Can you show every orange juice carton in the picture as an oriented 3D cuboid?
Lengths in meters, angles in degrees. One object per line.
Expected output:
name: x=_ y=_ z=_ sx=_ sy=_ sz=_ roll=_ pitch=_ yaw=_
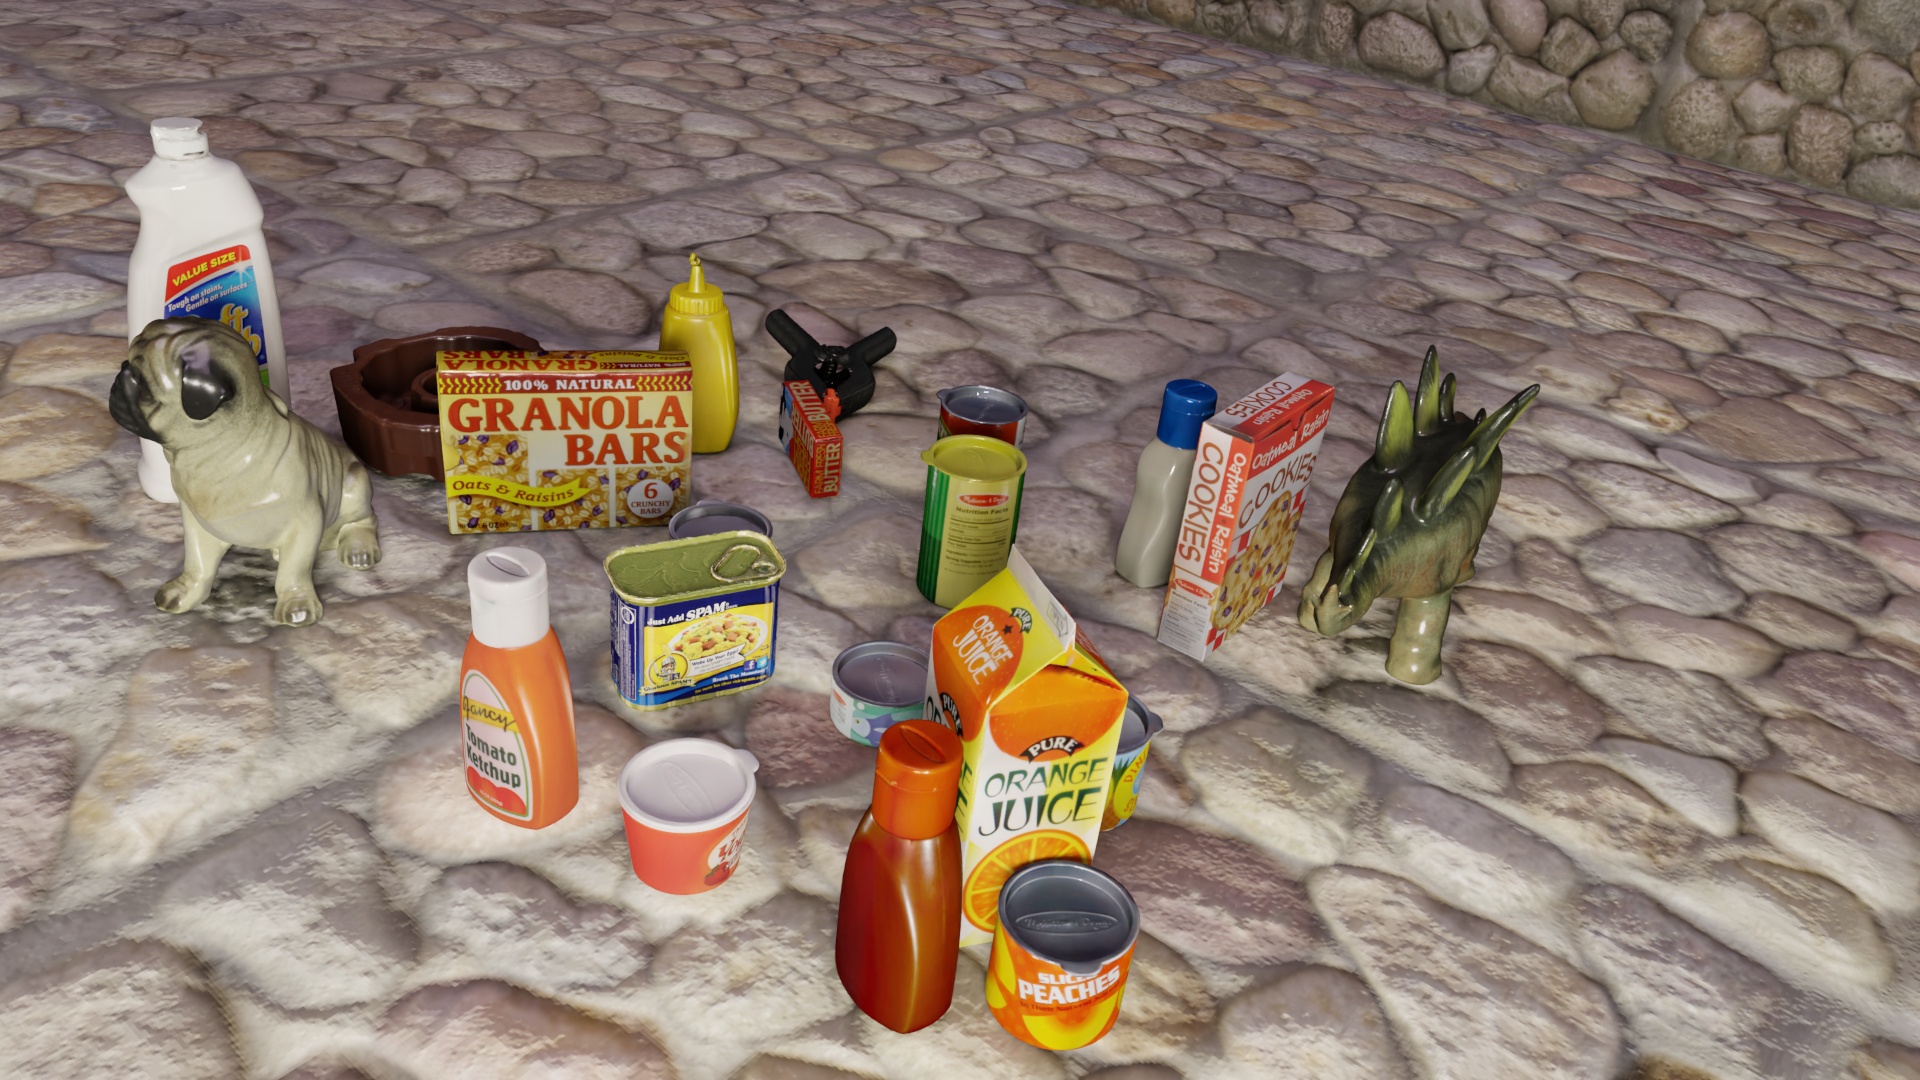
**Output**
orange juice carton: x=0.026 y=0.100 z=0.674 sx=0.073 sy=0.191 sz=0.072 roll=-5 pitch=33 yaw=-20

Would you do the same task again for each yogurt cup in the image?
yogurt cup: x=-0.139 y=0.141 z=0.704 sx=0.072 sy=0.053 sz=0.073 roll=6 pitch=30 yaw=-3

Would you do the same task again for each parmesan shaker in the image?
parmesan shaker: x=0.003 y=-0.012 z=0.944 sx=0.071 sy=0.102 sz=0.071 roll=6 pitch=30 yaw=-3

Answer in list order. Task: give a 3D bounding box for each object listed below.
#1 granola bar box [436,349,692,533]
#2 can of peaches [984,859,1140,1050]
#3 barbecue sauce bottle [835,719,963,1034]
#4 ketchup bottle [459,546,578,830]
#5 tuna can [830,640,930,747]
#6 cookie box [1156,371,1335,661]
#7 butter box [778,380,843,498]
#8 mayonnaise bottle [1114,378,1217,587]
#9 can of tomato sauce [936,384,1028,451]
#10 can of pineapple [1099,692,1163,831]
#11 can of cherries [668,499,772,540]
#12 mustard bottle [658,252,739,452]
granola bar box: x=-0.270 y=-0.068 z=0.959 sx=0.166 sy=0.123 sz=0.039 roll=-3 pitch=32 yaw=-17
can of peaches: x=0.047 y=0.195 z=0.649 sx=0.071 sy=0.057 sz=0.071 roll=6 pitch=30 yaw=-3
barbecue sauce bottle: x=-0.025 y=0.149 z=0.623 sx=0.044 sy=0.147 sz=0.065 roll=-18 pitch=39 yaw=-36
ketchup bottle: x=-0.226 y=0.074 z=0.705 sx=0.065 sy=0.148 sz=0.044 roll=23 pitch=34 yaw=25
tuna can: x=-0.042 y=0.091 z=0.830 sx=0.071 sy=0.032 sz=0.071 roll=6 pitch=31 yaw=-3
cookie box: x=0.192 y=-0.018 z=0.933 sx=0.040 sy=0.166 sz=0.123 roll=26 pitch=35 yaw=28
butter box: x=-0.117 y=-0.080 z=1.081 sx=0.024 sy=0.052 sz=0.104 roll=-5 pitch=33 yaw=-21
mayonnaise bottle: x=0.149 y=-0.040 z=0.980 sx=0.065 sy=0.147 sz=0.041 roll=-18 pitch=39 yaw=-36
can of tomato sauce: x=0.012 y=-0.068 z=1.060 sx=0.071 sy=0.082 sz=0.071 roll=6 pitch=30 yaw=-3
can of pineapple: x=0.073 y=0.121 z=0.780 sx=0.071 sy=0.057 sz=0.071 roll=6 pitch=30 yaw=-3
can of cherries: x=-0.157 y=0.015 z=0.908 sx=0.071 sy=0.058 sz=0.072 roll=6 pitch=30 yaw=-3
mustard bottle: x=-0.202 y=-0.146 z=1.070 sx=0.065 sy=0.159 sz=0.049 roll=3 pitch=31 yaw=-7
